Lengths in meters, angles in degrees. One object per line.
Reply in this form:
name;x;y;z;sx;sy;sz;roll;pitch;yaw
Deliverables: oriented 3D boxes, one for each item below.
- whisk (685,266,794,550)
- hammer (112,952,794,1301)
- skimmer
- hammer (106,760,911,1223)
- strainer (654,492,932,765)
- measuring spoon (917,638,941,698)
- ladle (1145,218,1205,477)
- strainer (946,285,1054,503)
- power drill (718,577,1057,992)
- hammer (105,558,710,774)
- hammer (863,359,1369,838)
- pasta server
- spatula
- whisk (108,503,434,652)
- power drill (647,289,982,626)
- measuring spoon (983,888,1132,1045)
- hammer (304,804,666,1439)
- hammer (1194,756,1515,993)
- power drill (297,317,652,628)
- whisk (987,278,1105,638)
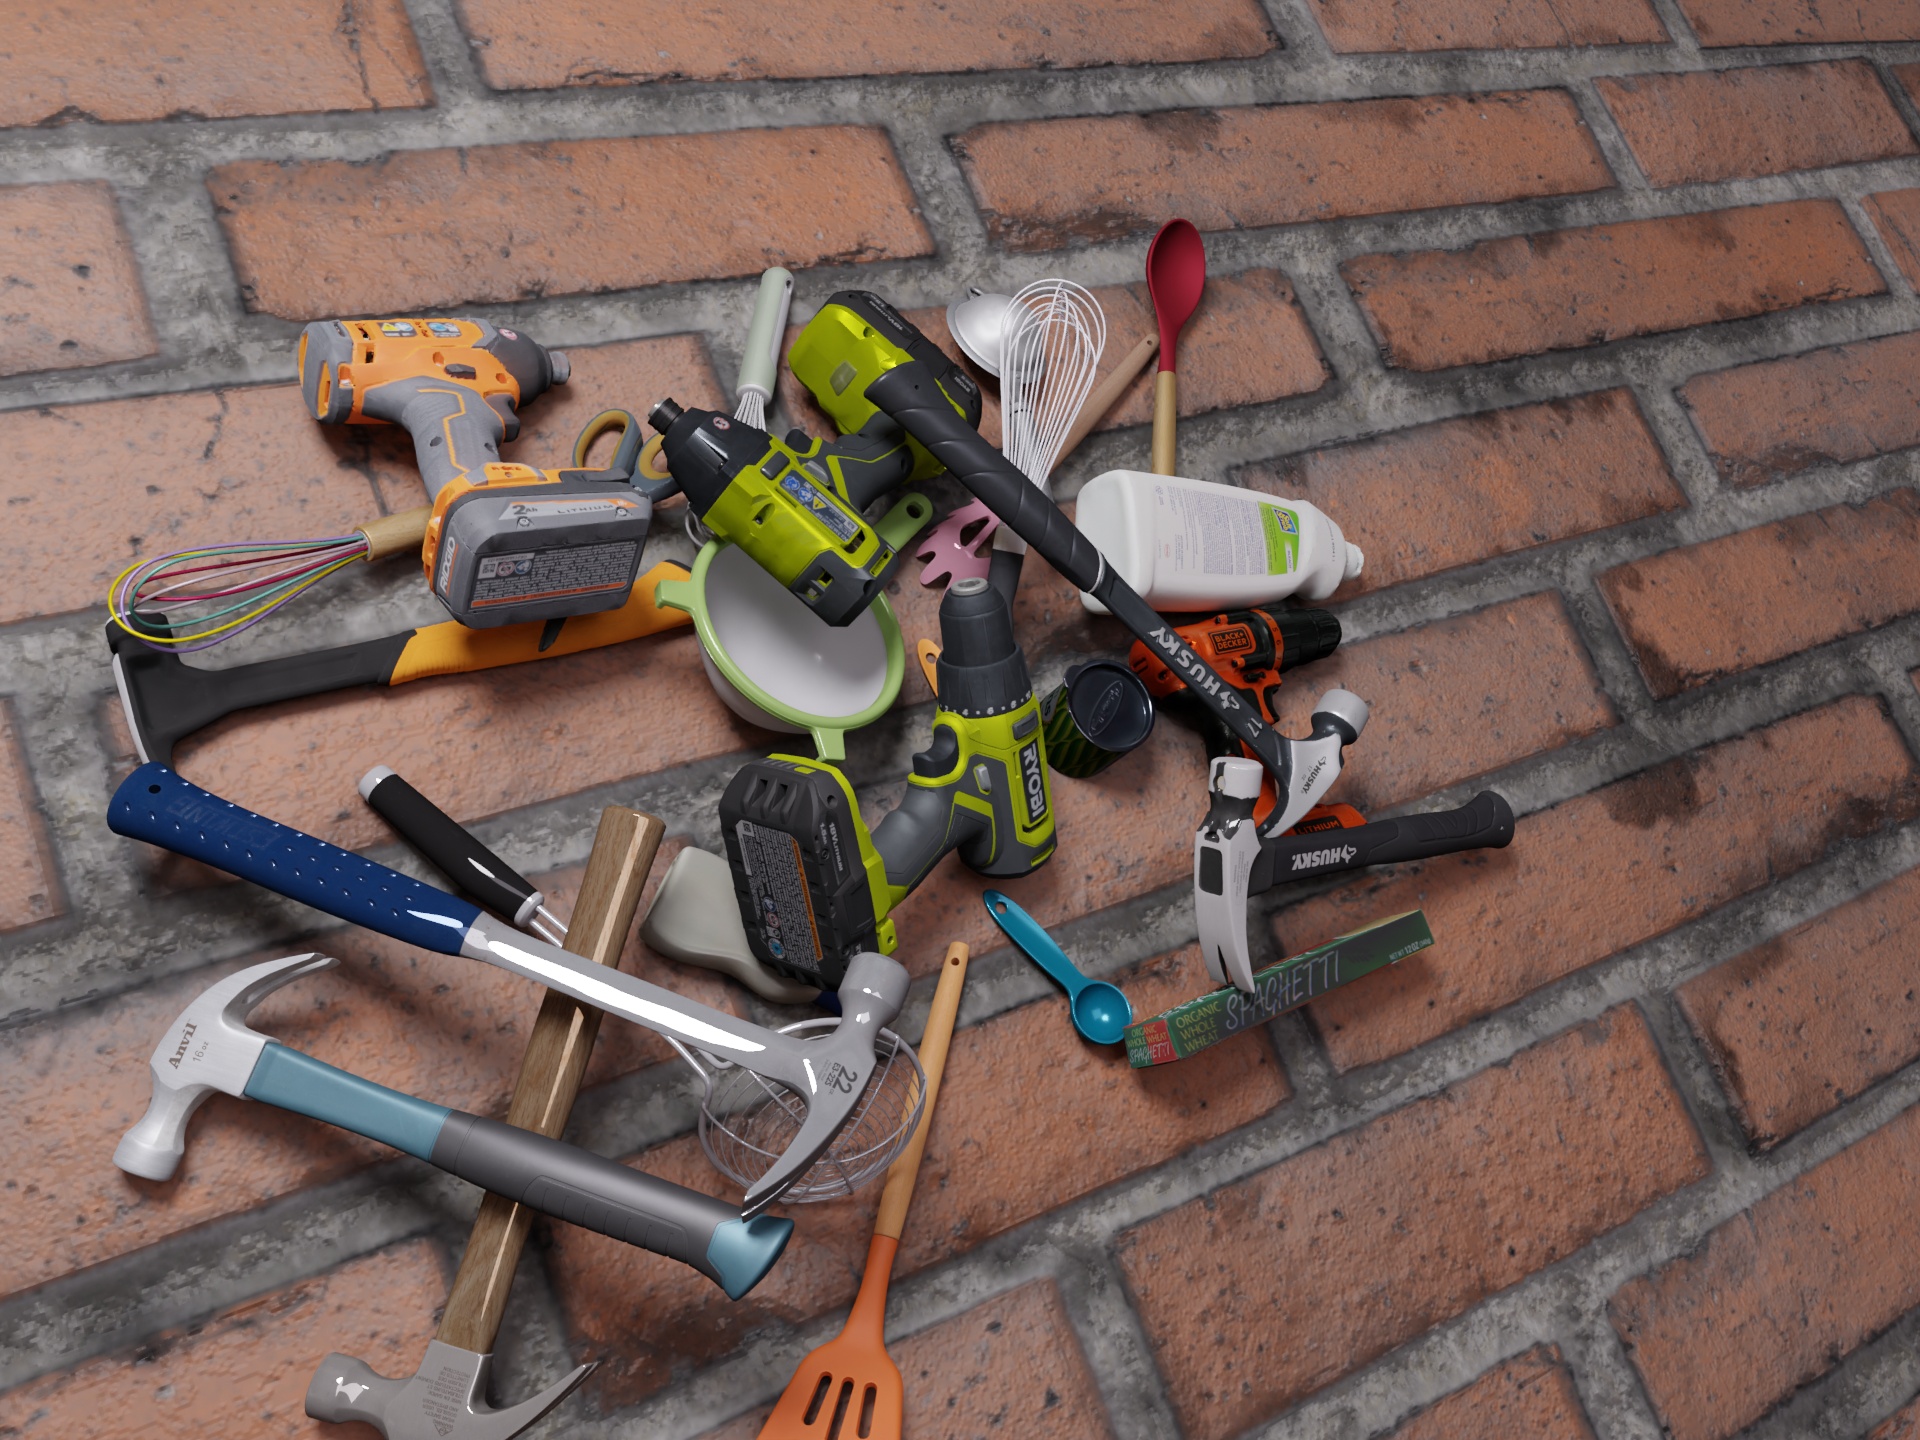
whisk;-0.140;-0.213;1.076;0.059;0.057;0.247;2;61;9
hammer;-0.243;0.211;0.784;0.331;0.033;0.128;18;75;7
skimmer;-0.183;0.139;0.900;0.363;0.127;0.090;37;17;9
hammer;-0.237;0.115;0.793;0.405;0.035;0.144;21;55;5
strainer;-0.092;-0.075;1.038;0.151;0.069;0.256;44;41;-6
measuring spoon;-0.002;-0.003;1.073;0.021;0.011;0.117;-19;75;-29
ladle;0.159;-0.241;1.219;0.069;0.031;0.316;21;66;-42
strainer;0.043;-0.227;1.140;0.086;0.050;0.259;7;59;-33
power drill;-0.031;0.036;0.937;0.228;0.080;0.190;-33;123;-43
hammer;-0.304;-0.035;0.935;0.337;0.034;0.127;-16;76;-28
hammer;0.095;-0.079;1.030;0.408;0.036;0.149;42;64;-13
pasta server;0.069;-0.197;1.175;0.060;0.040;0.316;41;55;-4
spatula;-0.037;0.274;0.923;0.081;0.041;0.323;11;61;8
whisk;-0.362;-0.098;0.907;0.047;0.051;0.245;31;38;26
power drill;-0.087;-0.179;1.015;0.171;0.080;0.223;41;42;-9
measuring spoon;0.058;0.160;1.031;0.129;0.021;0.042;46;55;10
hammer;-0.215;0.204;0.818;0.130;0.031;0.331;14;74;6
hammer;0.277;0.090;1.080;0.334;0.035;0.146;-3;101;-41
power drill;-0.272;-0.160;0.940;0.164;0.084;0.227;-13;52;-39
whisk;0.039;-0.153;1.066;0.070;0.070;0.284;9;97;-21
